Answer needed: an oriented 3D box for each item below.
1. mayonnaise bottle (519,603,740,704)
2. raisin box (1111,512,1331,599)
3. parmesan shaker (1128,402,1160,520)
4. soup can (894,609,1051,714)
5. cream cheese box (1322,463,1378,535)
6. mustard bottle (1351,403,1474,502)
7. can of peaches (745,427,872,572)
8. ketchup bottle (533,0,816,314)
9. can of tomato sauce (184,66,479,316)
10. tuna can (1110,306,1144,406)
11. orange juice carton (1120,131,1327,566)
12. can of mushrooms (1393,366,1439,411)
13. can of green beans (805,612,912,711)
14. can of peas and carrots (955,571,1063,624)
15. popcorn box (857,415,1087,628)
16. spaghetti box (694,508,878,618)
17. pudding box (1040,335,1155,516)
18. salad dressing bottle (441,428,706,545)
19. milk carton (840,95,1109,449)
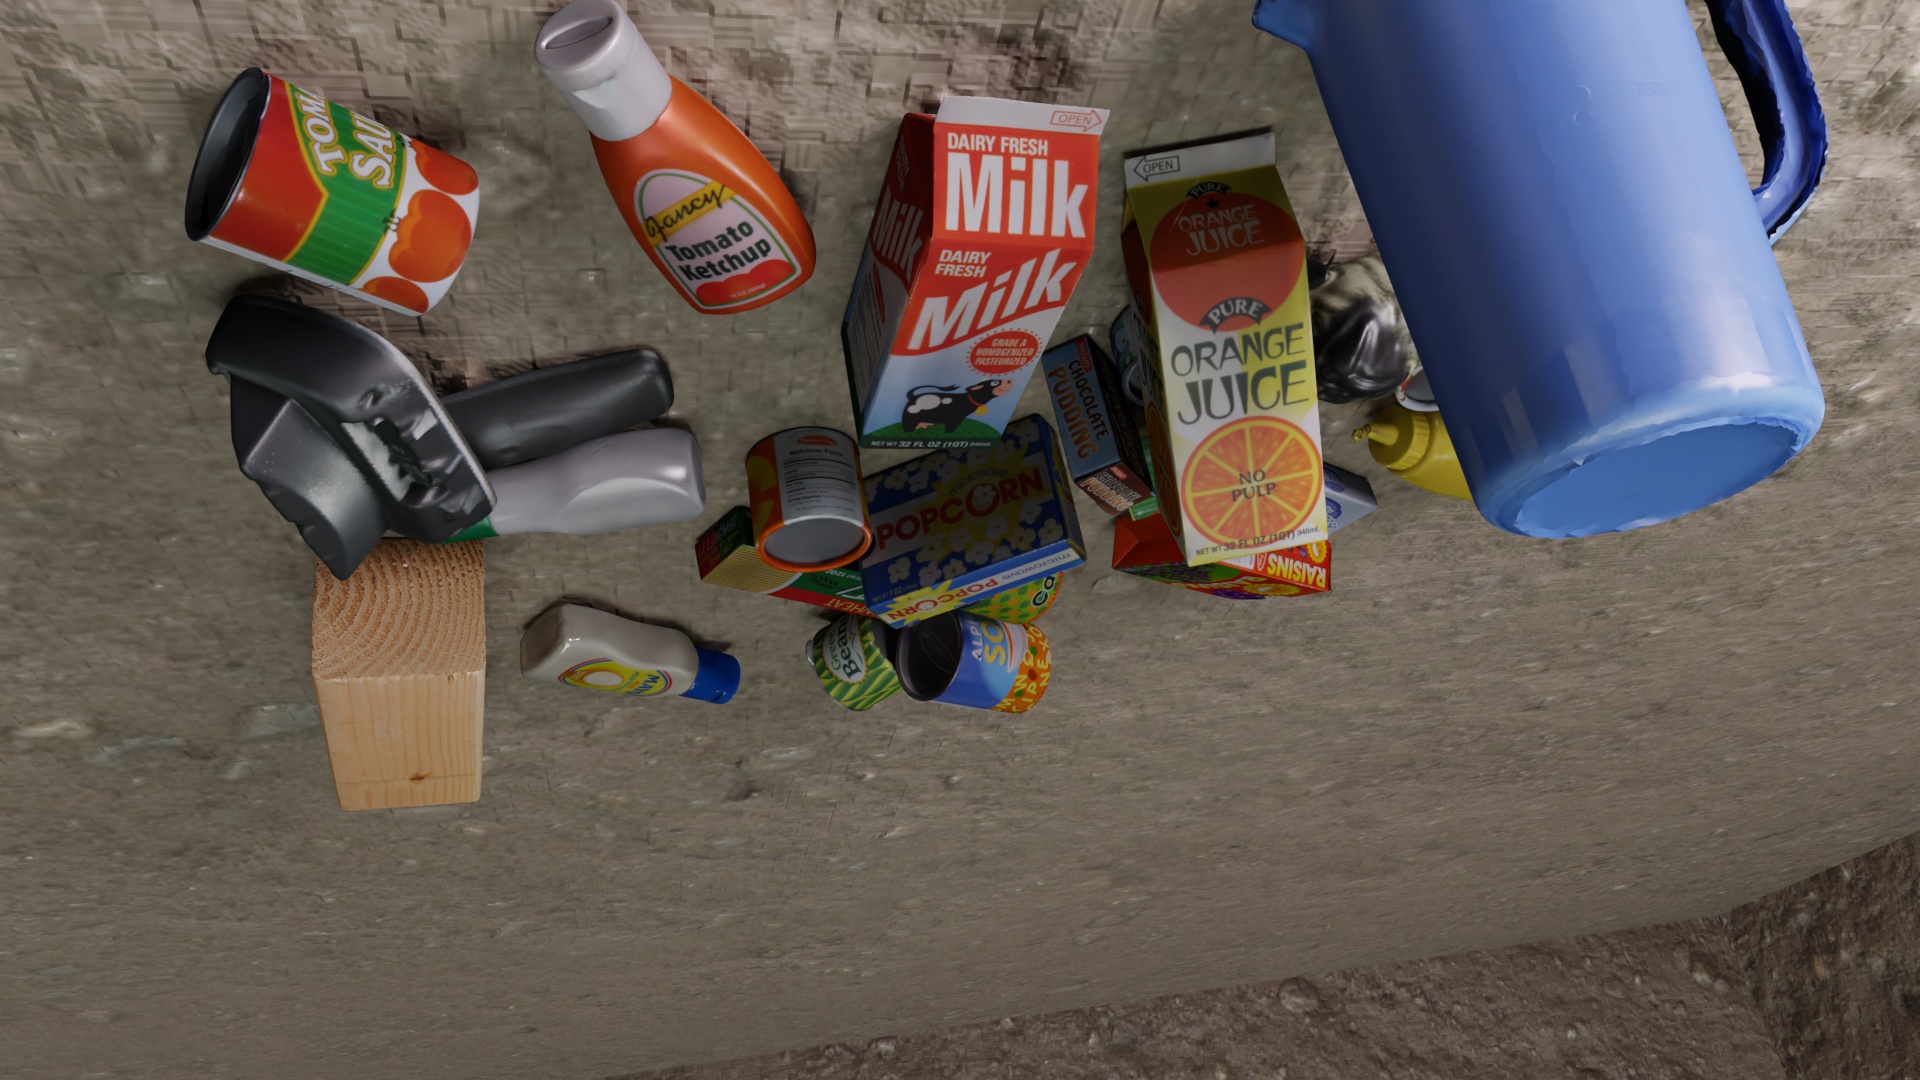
[{"bbox_3d":[-0.218,0.081,0.941,0.148,0.041,0.064,19,138,-42],"label":"mayonnaise bottle"},{"bbox_3d":[0.175,0.010,0.922,0.123,0.040,0.086,13,166,-38],"label":"raisin box"},{"bbox_3d":[0.139,-0.055,0.786,0.103,0.071,0.071,-16,151,9],"label":"parmesan shaker"},{"bbox_3d":[0.011,0.077,0.927,0.084,0.071,0.071,15,142,-40],"label":"soup can"},{"bbox_3d":[0.222,-0.029,0.914,0.104,0.024,0.053,15,142,-39],"label":"cream cheese box"},{"bbox_3d":[0.304,-0.059,0.862,0.160,0.049,0.065,7,146,-29],"label":"mustard bottle"},{"bbox_3d":[-0.086,-0.020,0.785,0.071,0.058,0.071,-9,151,-5],"label":"can of peaches"},{"bbox_3d":[-0.114,-0.150,0.555,0.064,0.044,0.148,-17,151,11],"label":"ketchup bottle"},{"bbox_3d":[-0.235,-0.130,0.524,0.071,0.071,0.083,-32,146,33],"label":"can of tomato sauce"},{"bbox_3d":[0.115,-0.100,0.736,0.071,0.033,0.070,-8,151,-5],"label":"tuna can"},{"bbox_3d":[0.124,-0.092,0.662,0.072,0.073,0.191,-11,115,0],"label":"orange juice carton"},{"bbox_3d":[0.275,-0.105,0.785,0.071,0.033,0.070,-8,152,-4],"label":"can of mushrooms"},{"bbox_3d":[-0.060,0.077,0.963,0.057,0.071,0.071,-32,145,33],"label":"can of green beans"},{"bbox_3d":[0.025,0.016,0.881,0.070,0.071,0.059,-32,146,34],"label":"can of peas and carrots"},{"bbox_3d":[0.003,-0.010,0.806,0.126,0.085,0.038,-20,151,15],"label":"popcorn box"},{"bbox_3d":[-0.053,0.027,0.914,0.250,0.029,0.050,15,142,-39],"label":"spaghetti box"},{"bbox_3d":[0.073,-0.061,0.740,0.030,0.084,0.049,-23,149,20],"label":"pudding box"},{"bbox_3d":[-0.214,-0.026,0.746,0.148,0.044,0.064,-9,153,-2],"label":"salad dressing bottle"},{"bbox_3d":[0.002,-0.122,0.615,0.072,0.074,0.189,-1,150,-17],"label":"milk carton"}]
